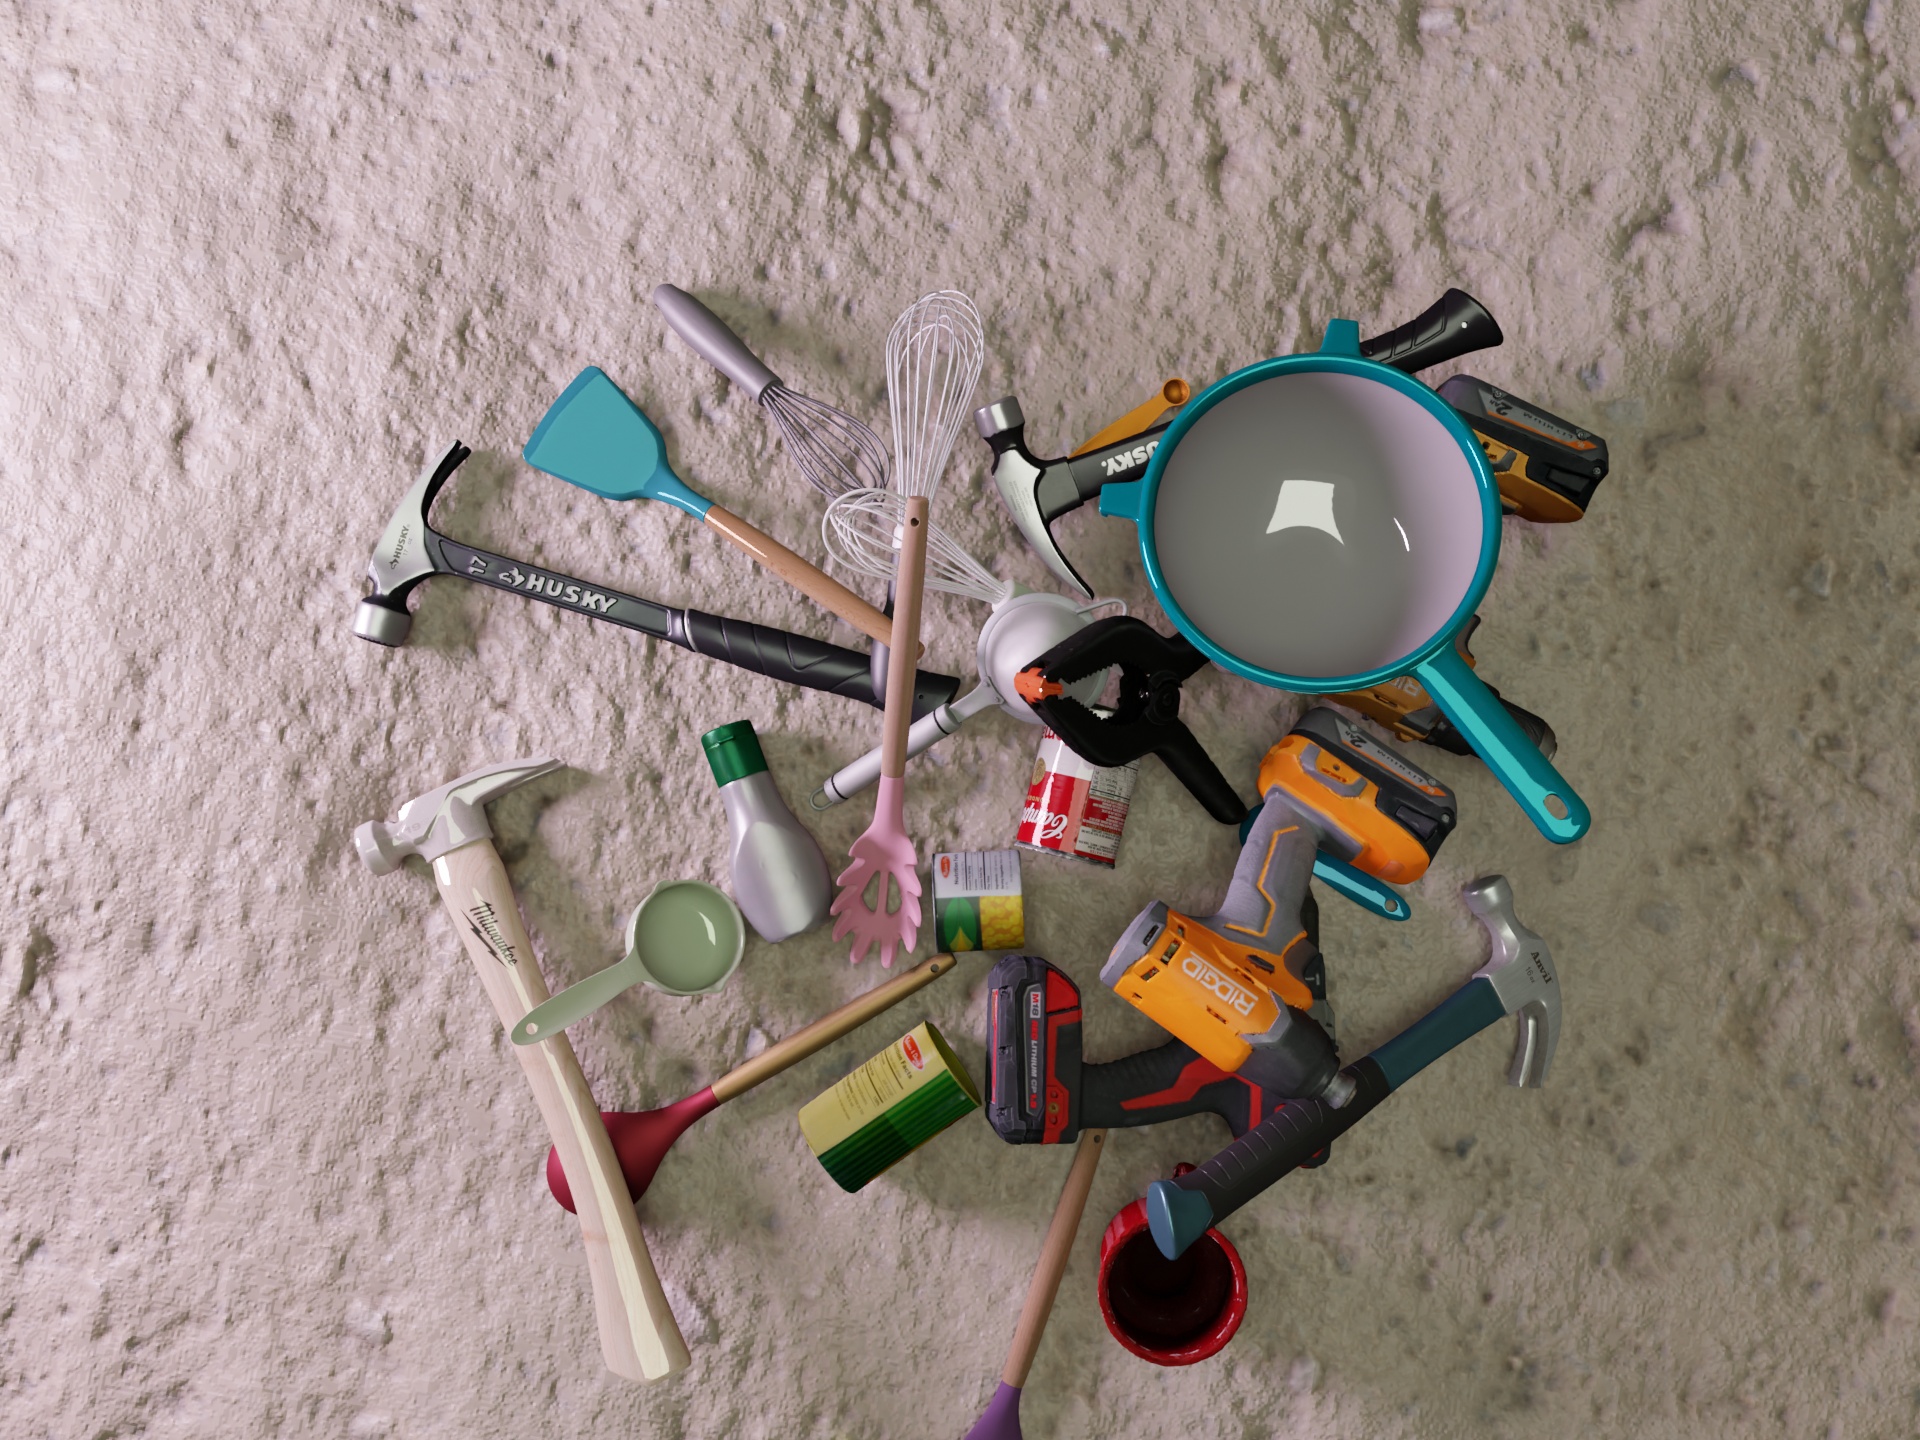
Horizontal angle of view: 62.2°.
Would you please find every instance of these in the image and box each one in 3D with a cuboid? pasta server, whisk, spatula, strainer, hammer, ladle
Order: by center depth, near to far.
[{"bbox_3d":[0.253,-0.061,0.964,0.211,0.095,0.340,-36,77,-2],"label":"strainer"},{"bbox_3d":[0.250,0.228,0.996,0.331,0.033,0.128,-28,90,-21],"label":"hammer"},{"bbox_3d":[-0.042,0.013,1.012,0.060,0.040,0.316,8,114,3],"label":"pasta server"},{"bbox_3d":[0.021,-0.083,1.033,0.246,0.058,0.059,25,117,-22],"label":"whisk"},{"bbox_3d":[-0.002,-0.003,1.033,0.258,0.050,0.087,-32,96,24],"label":"strainer"},{"bbox_3d":[0.187,-0.195,1.041,0.335,0.035,0.146,-20,97,10],"label":"hammer"},{"bbox_3d":[-0.259,0.226,1.042,0.146,0.038,0.411,-25,79,-1],"label":"hammer"},{"bbox_3d":[0.045,0.414,1.052,0.059,0.018,0.316,19,87,-15],"label":"spatula"},{"bbox_3d":[-0.152,-0.127,1.057,0.318,0.044,0.082,34,84,20],"label":"spatula"},{"bbox_3d":[-0.028,-0.151,1.058,0.070,0.070,0.285,7,83,2],"label":"whisk"},{"bbox_3d":[-0.130,-0.221,1.064,0.055,0.055,0.239,-46,71,-1],"label":"whisk"},{"bbox_3d":[-0.140,0.239,1.066,0.315,0.031,0.069,-30,86,-2],"label":"ladle"},{"bbox_3d":[-0.199,-0.071,1.082,0.409,0.036,0.149,16,86,2],"label":"hammer"}]

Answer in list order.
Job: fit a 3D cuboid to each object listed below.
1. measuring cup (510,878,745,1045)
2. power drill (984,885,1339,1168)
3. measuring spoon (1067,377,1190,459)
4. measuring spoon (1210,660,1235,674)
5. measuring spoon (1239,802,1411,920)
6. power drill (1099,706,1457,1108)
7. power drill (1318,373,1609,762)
[{"bbox_3d":[-0.219,0.165,1.033,0.167,0.038,0.083,-29,90,-28],"label":"measuring cup"},{"bbox_3d":[0.133,0.192,1.032,0.226,0.080,0.188,3,80,-5],"label":"power drill"},{"bbox_3d":[0.109,-0.195,1.094,0.117,0.011,0.021,-38,86,3],"label":"measuring spoon"},{"bbox_3d":[0.216,-0.081,1.077,0.034,0.018,0.124,44,89,4],"label":"measuring spoon"},{"bbox_3d":[0.246,0.098,1.063,0.128,0.021,0.042,31,88,5],"label":"measuring spoon"},{"bbox_3d":[0.213,0.120,0.986,0.164,0.084,0.226,36,67,11],"label":"power drill"},{"bbox_3d":[0.340,-0.088,1.046,0.185,0.084,0.226,27,92,3],"label":"power drill"}]
